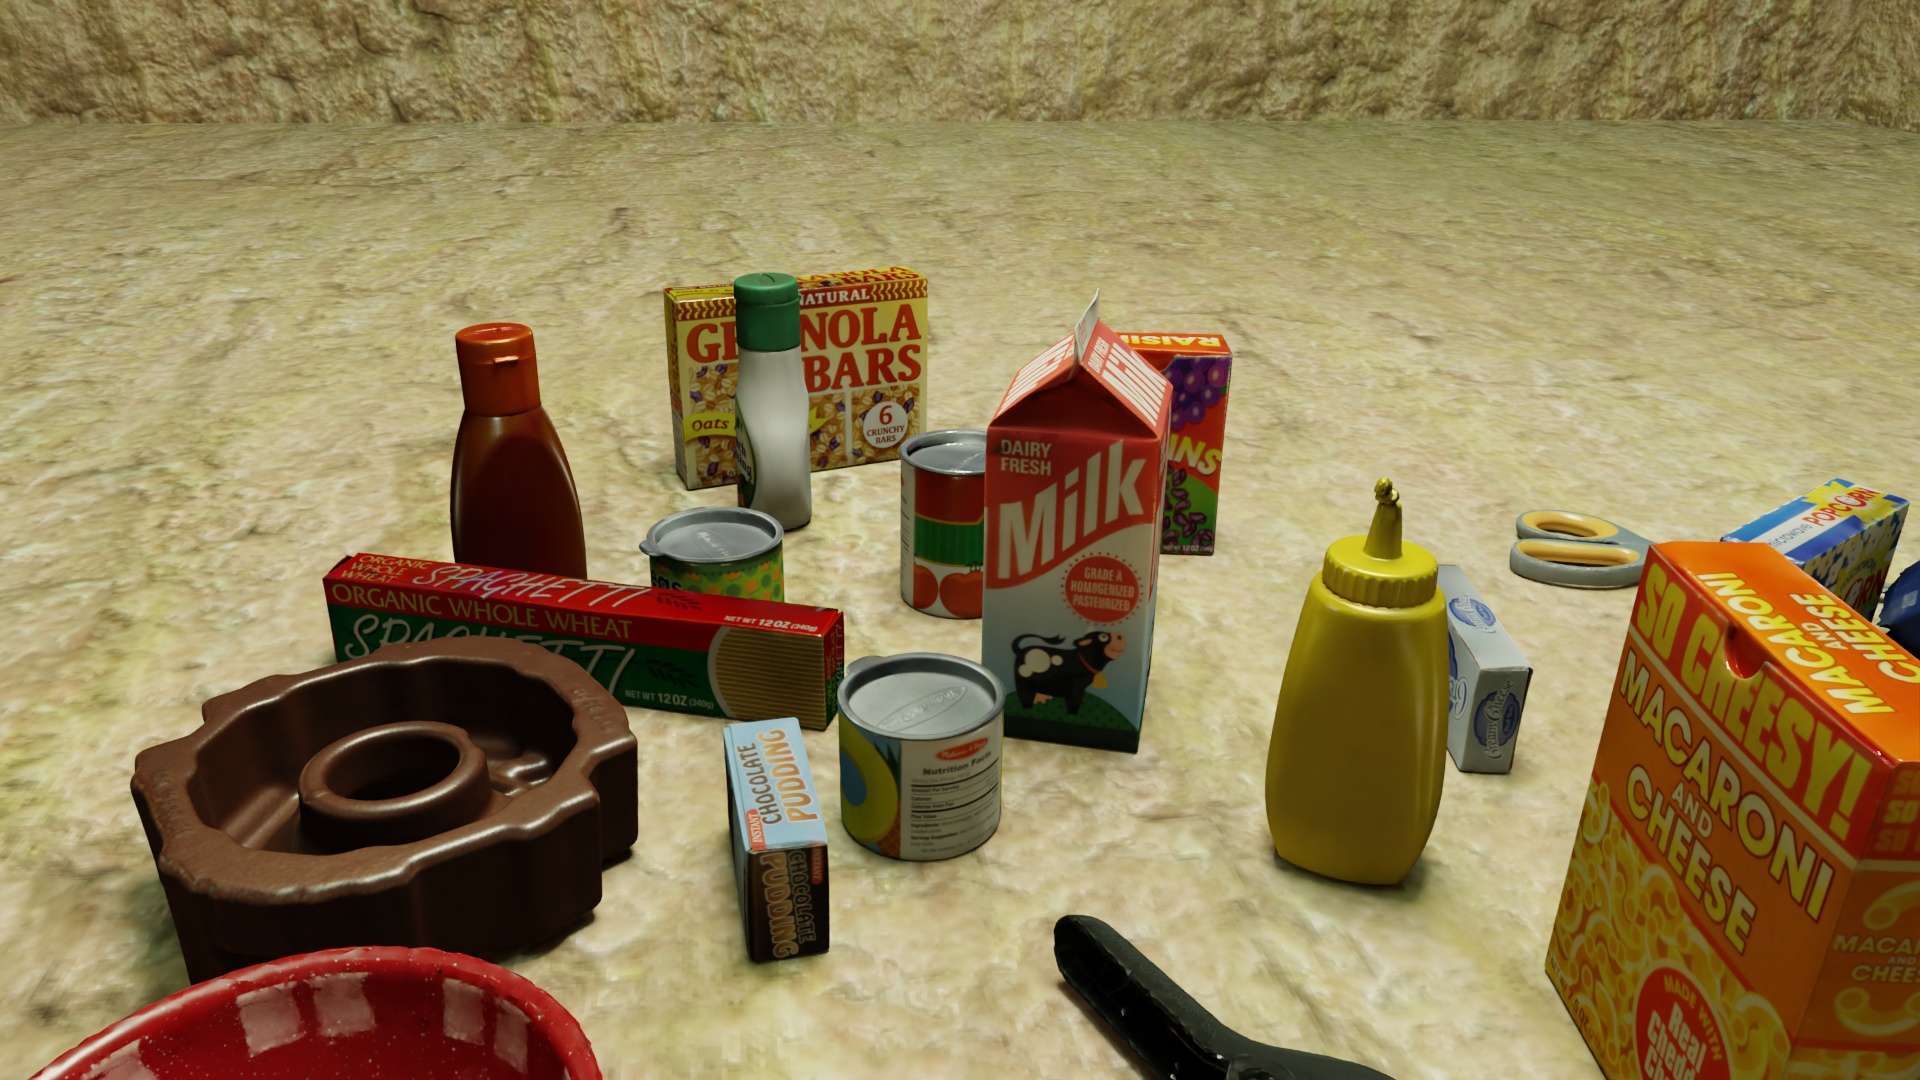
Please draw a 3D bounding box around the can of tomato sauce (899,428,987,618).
[{"bbox_3d":[0.003,-0.009,0.735,0.071,0.082,0.071,1,24,0],"label":"can of tomato sauce"}]

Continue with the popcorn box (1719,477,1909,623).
[{"bbox_3d":[0.403,0.027,0.671,0.127,0.084,0.038,-17,30,-35],"label":"popcorn box"}]

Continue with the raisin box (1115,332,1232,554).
[{"bbox_3d":[0.105,-0.055,0.794,0.086,0.122,0.040,2,24,3],"label":"raisin box"}]

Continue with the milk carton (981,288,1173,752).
[{"bbox_3d":[0.051,-0.009,0.607,0.073,0.189,0.073,6,24,10],"label":"milk carton"}]

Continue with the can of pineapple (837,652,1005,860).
[{"bbox_3d":[-0.016,0.084,0.556,0.071,0.057,0.071,1,24,0],"label":"can of pineapple"}]

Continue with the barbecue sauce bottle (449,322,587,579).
[{"bbox_3d":[-0.226,-0.033,0.699,0.065,0.147,0.044,-13,27,-29],"label":"barbecue sauce bottle"}]

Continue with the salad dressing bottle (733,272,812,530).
[{"bbox_3d":[-0.111,-0.080,0.810,0.044,0.147,0.064,-5,25,-14],"label":"salad dressing bottle"}]

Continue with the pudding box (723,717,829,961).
[{"bbox_3d":[-0.069,0.107,0.512,0.030,0.049,0.084,-5,25,-13],"label":"pudding box"}]

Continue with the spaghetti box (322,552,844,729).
[{"bbox_3d":[-0.177,0.045,0.646,0.250,0.050,0.029,6,24,11],"label":"spaghetti box"}]

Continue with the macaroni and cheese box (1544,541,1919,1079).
[{"bbox_3d":[0.224,0.100,0.400,0.040,0.165,0.124,1,24,-1],"label":"macaroni and cheese box"}]

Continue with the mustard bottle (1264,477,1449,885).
[{"bbox_3d":[0.151,0.050,0.515,0.065,0.159,0.049,10,25,20],"label":"mustard bottle"}]

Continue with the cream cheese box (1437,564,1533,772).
[{"bbox_3d":[0.229,0.056,0.636,0.024,0.053,0.104,1,24,1],"label":"cream cheese box"}]

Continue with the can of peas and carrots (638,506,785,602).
[{"bbox_3d":[-0.122,0.023,0.688,0.071,0.058,0.071,1,24,0],"label":"can of peas and carrots"}]

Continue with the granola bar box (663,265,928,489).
[{"bbox_3d":[-0.104,-0.107,0.900,0.166,0.123,0.039,-10,26,-23],"label":"granola bar box"}]
